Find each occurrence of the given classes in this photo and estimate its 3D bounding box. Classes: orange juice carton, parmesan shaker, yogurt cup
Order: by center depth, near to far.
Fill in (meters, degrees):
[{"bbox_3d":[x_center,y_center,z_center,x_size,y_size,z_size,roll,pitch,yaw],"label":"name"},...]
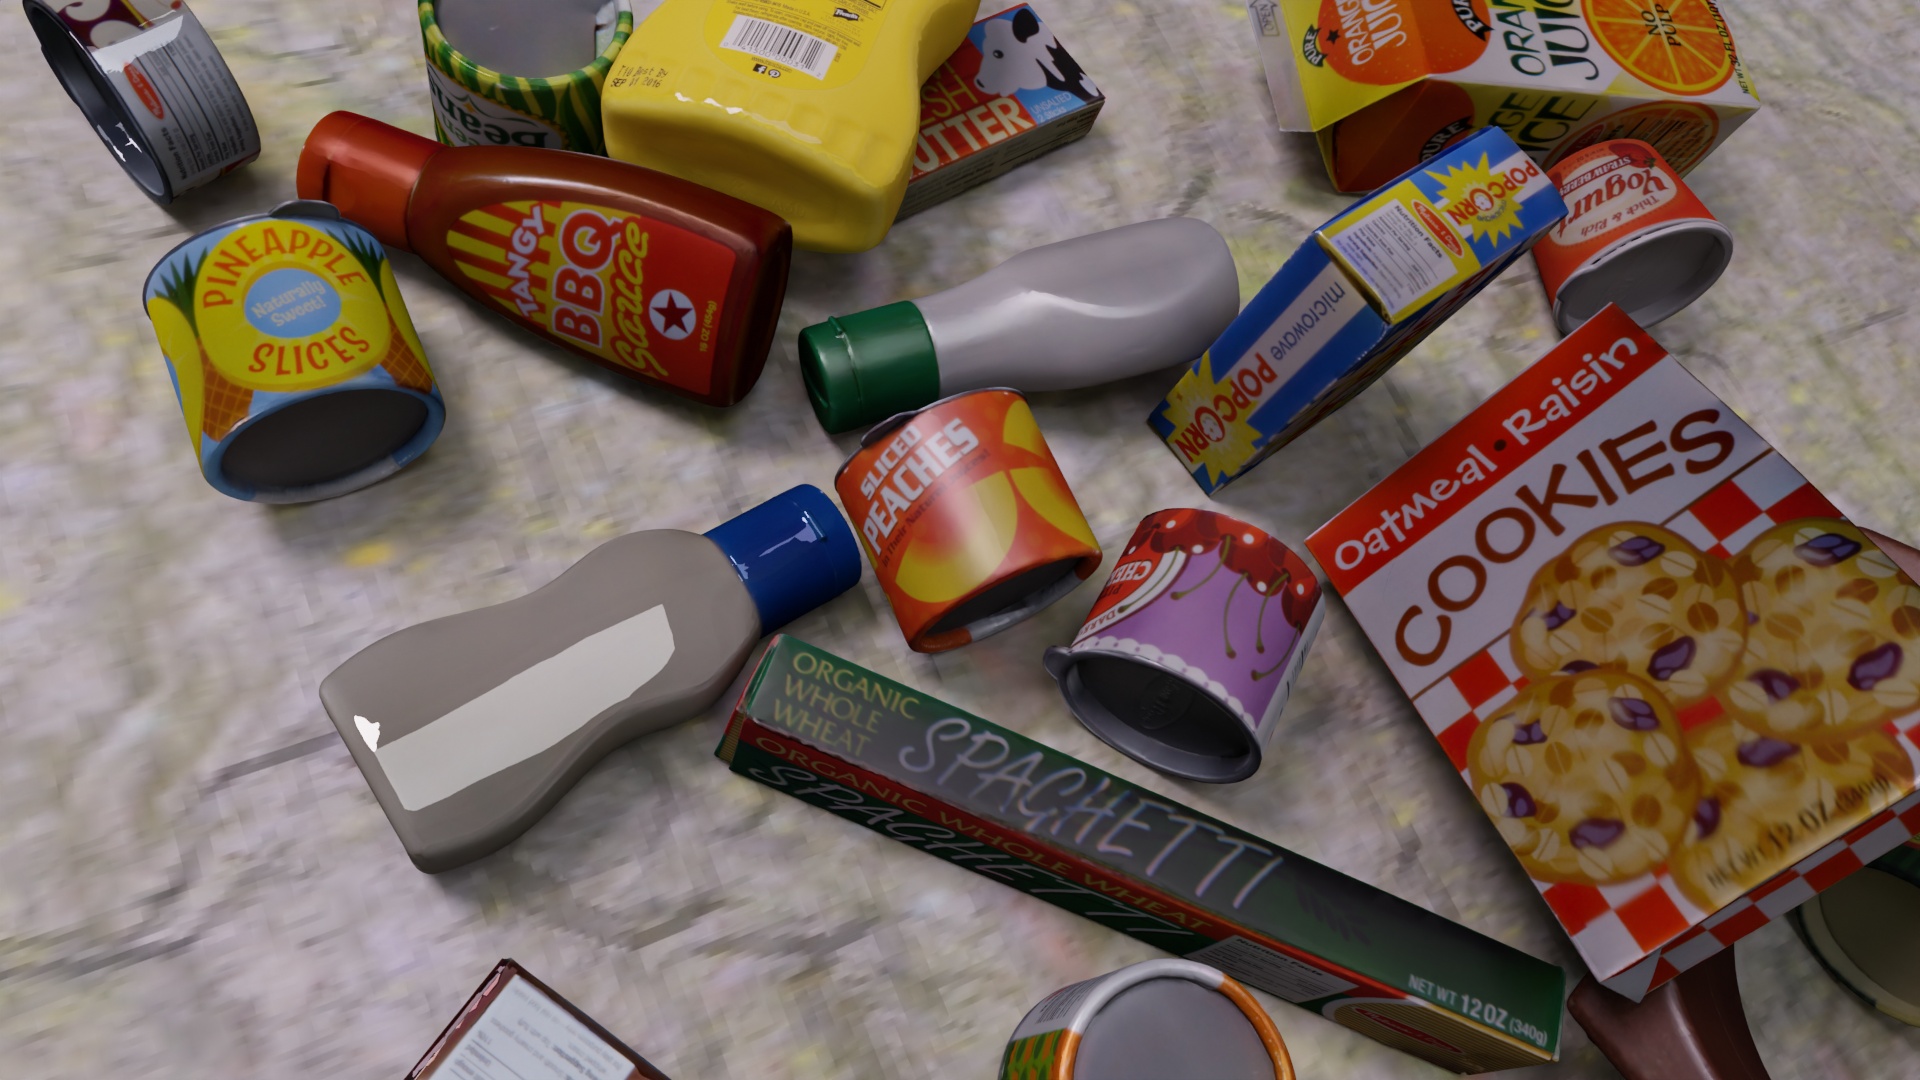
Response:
[{"bbox_3d":[0.339,0.105,0.461,0.103,0.071,0.071,-28,76,-24],"label":"parmesan shaker"},{"bbox_3d":[0.259,-0.120,0.548,0.072,0.072,0.054,-4,60,-16],"label":"yogurt cup"},{"bbox_3d":[0.209,-0.186,0.559,0.193,0.072,0.072,0,67,-14],"label":"orange juice carton"}]

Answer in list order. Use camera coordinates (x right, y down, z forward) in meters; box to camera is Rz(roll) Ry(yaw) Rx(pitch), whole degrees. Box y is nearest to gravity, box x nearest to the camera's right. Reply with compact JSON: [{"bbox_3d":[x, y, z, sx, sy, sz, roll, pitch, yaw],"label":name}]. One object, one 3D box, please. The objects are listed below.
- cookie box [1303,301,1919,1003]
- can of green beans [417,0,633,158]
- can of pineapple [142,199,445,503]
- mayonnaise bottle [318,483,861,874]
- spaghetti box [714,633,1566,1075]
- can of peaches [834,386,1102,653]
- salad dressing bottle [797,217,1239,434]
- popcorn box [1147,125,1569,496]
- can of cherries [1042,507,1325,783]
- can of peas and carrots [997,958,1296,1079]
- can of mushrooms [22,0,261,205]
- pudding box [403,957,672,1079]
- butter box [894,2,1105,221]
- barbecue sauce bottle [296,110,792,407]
[{"bbox_3d":[0.194,0.026,0.407,0.040,0.122,0.168,32,25,-43],"label":"cookie box"},{"bbox_3d":[-0.143,-0.157,0.461,0.071,0.057,0.071,6,65,-12],"label":"can of green beans"},{"bbox_3d":[-0.188,-0.052,0.395,0.071,0.070,0.058,-21,74,-22],"label":"can of pineapple"},{"bbox_3d":[-0.098,0.031,0.398,0.149,0.041,0.065,-29,78,-25],"label":"mayonnaise bottle"},{"bbox_3d":[0.051,0.094,0.403,0.250,0.050,0.029,24,61,-3],"label":"spaghetti box"},{"bbox_3d":[0.002,-0.005,0.424,0.071,0.071,0.058,-19,74,-22],"label":"can of peaches"},{"bbox_3d":[0.020,-0.072,0.471,0.148,0.043,0.064,-16,39,-15],"label":"salad dressing bottle"},{"bbox_3d":[0.124,-0.071,0.455,0.085,0.126,0.038,-33,81,-25],"label":"popcorn box"},{"bbox_3d":[0.069,0.031,0.427,0.071,0.071,0.058,32,62,1],"label":"can of cherries"},{"bbox_3d":[0.050,0.151,0.372,0.071,0.058,0.071,5,65,-12],"label":"can of peas and carrots"},{"bbox_3d":[-0.248,-0.140,0.422,0.033,0.070,0.071,-40,81,-26],"label":"can of mushrooms"},{"bbox_3d":[-0.098,0.151,0.349,0.084,0.030,0.050,36,61,3],"label":"pudding box"},{"bbox_3d":[-0.001,-0.160,0.519,0.104,0.024,0.053,-30,76,-25],"label":"butter box"},{"bbox_3d":[-0.130,-0.094,0.437,0.148,0.064,0.044,20,30,3],"label":"barbecue sauce bottle"}]
